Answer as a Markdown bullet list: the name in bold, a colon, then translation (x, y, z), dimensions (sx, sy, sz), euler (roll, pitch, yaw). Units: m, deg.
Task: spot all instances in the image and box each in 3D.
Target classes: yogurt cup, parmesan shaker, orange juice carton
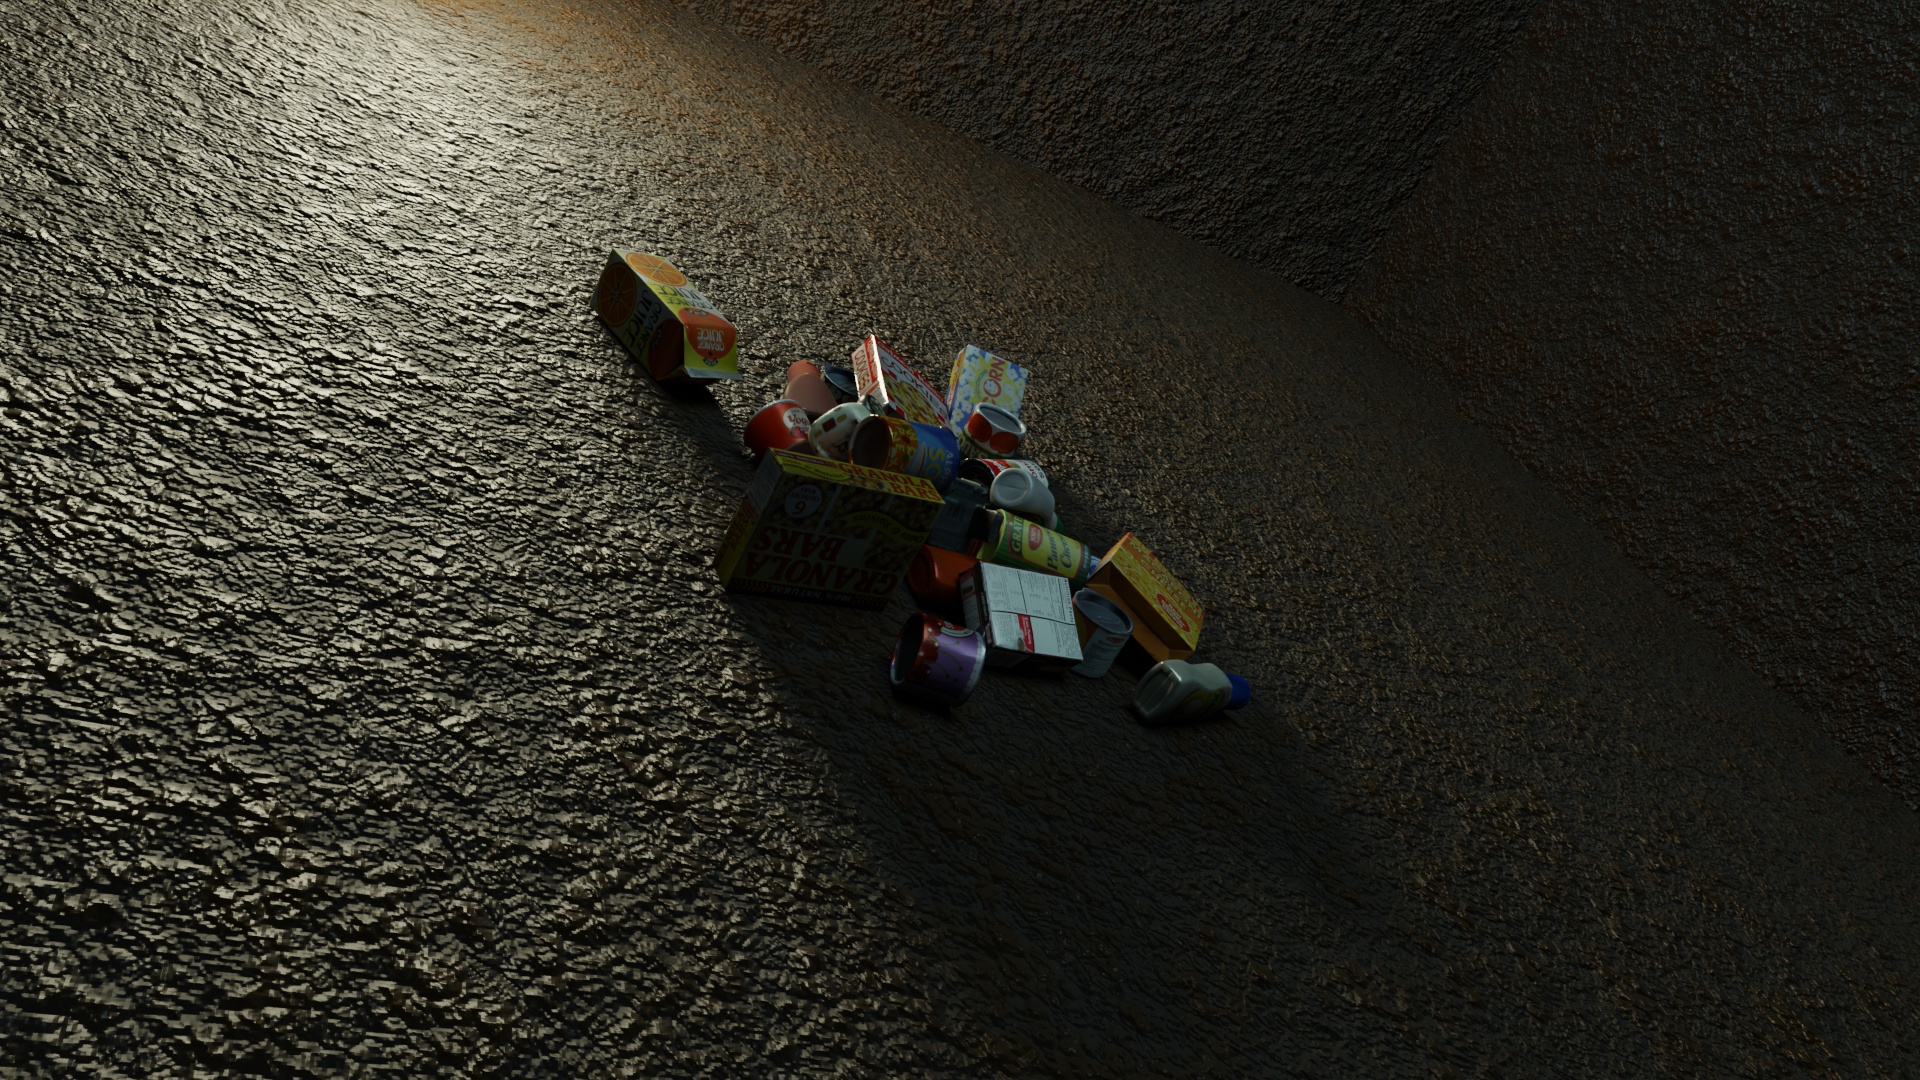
- **yogurt cup**: translation (-0.173, -0.097, 1.369), dimensions (0.072, 0.072, 0.054), euler (0, 46, -49)
- **parmesan shaker**: translation (0.074, 0.015, 1.419), dimensions (0.103, 0.071, 0.071), euler (22, 25, -18)
- **orange juice carton**: translation (-0.303, -0.223, 1.454), dimensions (0.072, 0.072, 0.193), euler (0, 38, -50)

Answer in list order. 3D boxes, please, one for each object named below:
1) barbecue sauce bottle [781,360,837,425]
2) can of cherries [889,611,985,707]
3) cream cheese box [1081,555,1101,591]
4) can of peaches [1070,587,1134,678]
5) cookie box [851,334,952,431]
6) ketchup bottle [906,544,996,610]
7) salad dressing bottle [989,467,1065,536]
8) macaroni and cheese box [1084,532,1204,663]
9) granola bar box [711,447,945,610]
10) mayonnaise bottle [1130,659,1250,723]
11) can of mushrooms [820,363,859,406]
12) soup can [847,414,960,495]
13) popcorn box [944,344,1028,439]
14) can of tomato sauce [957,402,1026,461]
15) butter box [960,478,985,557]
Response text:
- **barbecue sauce bottle**: translation (-0.164, -0.150, 1.504), dimensions (0.065, 0.043, 0.149), euler (20, 25, -22)
- **can of cherries**: translation (-0.019, 0.096, 1.153), dimensions (0.058, 0.071, 0.072), euler (20, 26, -19)
- **cream cheese box**: translation (0.151, 0.054, 1.484), dimensions (0.053, 0.024, 0.104), euler (23, 25, -19)
- **can of peaches**: translation (0.124, 0.090, 1.343), dimensions (0.071, 0.057, 0.071), euler (24, 24, -12)
- **cookie box**: translation (-0.061, -0.147, 1.562), dimensions (0.122, 0.040, 0.168), euler (41, 20, -30)
- **ketchup bottle**: translation (0.022, 0.044, 1.334), dimensions (0.149, 0.043, 0.065), euler (15, 30, -31)
- **salad dressing bottle**: translation (0.076, -0.031, 1.471), dimensions (0.064, 0.044, 0.147), euler (11, -14, 23)
- **macaroni and cheese box**: translation (0.195, 0.061, 1.439), dimensions (0.124, 0.040, 0.167), euler (47, 17, 2)
- **granola bar box**: translation (-0.111, -0.006, 1.183), dimensions (0.166, 0.123, 0.039), euler (10, 31, -37)
- **mayonnaise bottle**: translation (0.229, 0.147, 1.348), dimensions (0.148, 0.064, 0.041), euler (7, 35, -48)
- **can of mushrooms**: translation (-0.135, -0.170, 1.589), dimensions (0.071, 0.033, 0.071), euler (24, 25, -12)
- **soup can**: translation (-0.051, -0.076, 1.284), dimensions (0.084, 0.071, 0.071), euler (7, 32, -42)
- **popcorn box**: translation (0.026, -0.160, 1.660), dimensions (0.085, 0.038, 0.127), euler (21, 66, -18)
- **can of tomato sauce**: translation (0.027, -0.106, 1.583), dimensions (0.071, 0.082, 0.071), euler (25, 24, -12)
- **butter box**: translation (0.005, -0.018, 1.425), dimensions (0.024, 0.053, 0.104), euler (20, 25, -16)
